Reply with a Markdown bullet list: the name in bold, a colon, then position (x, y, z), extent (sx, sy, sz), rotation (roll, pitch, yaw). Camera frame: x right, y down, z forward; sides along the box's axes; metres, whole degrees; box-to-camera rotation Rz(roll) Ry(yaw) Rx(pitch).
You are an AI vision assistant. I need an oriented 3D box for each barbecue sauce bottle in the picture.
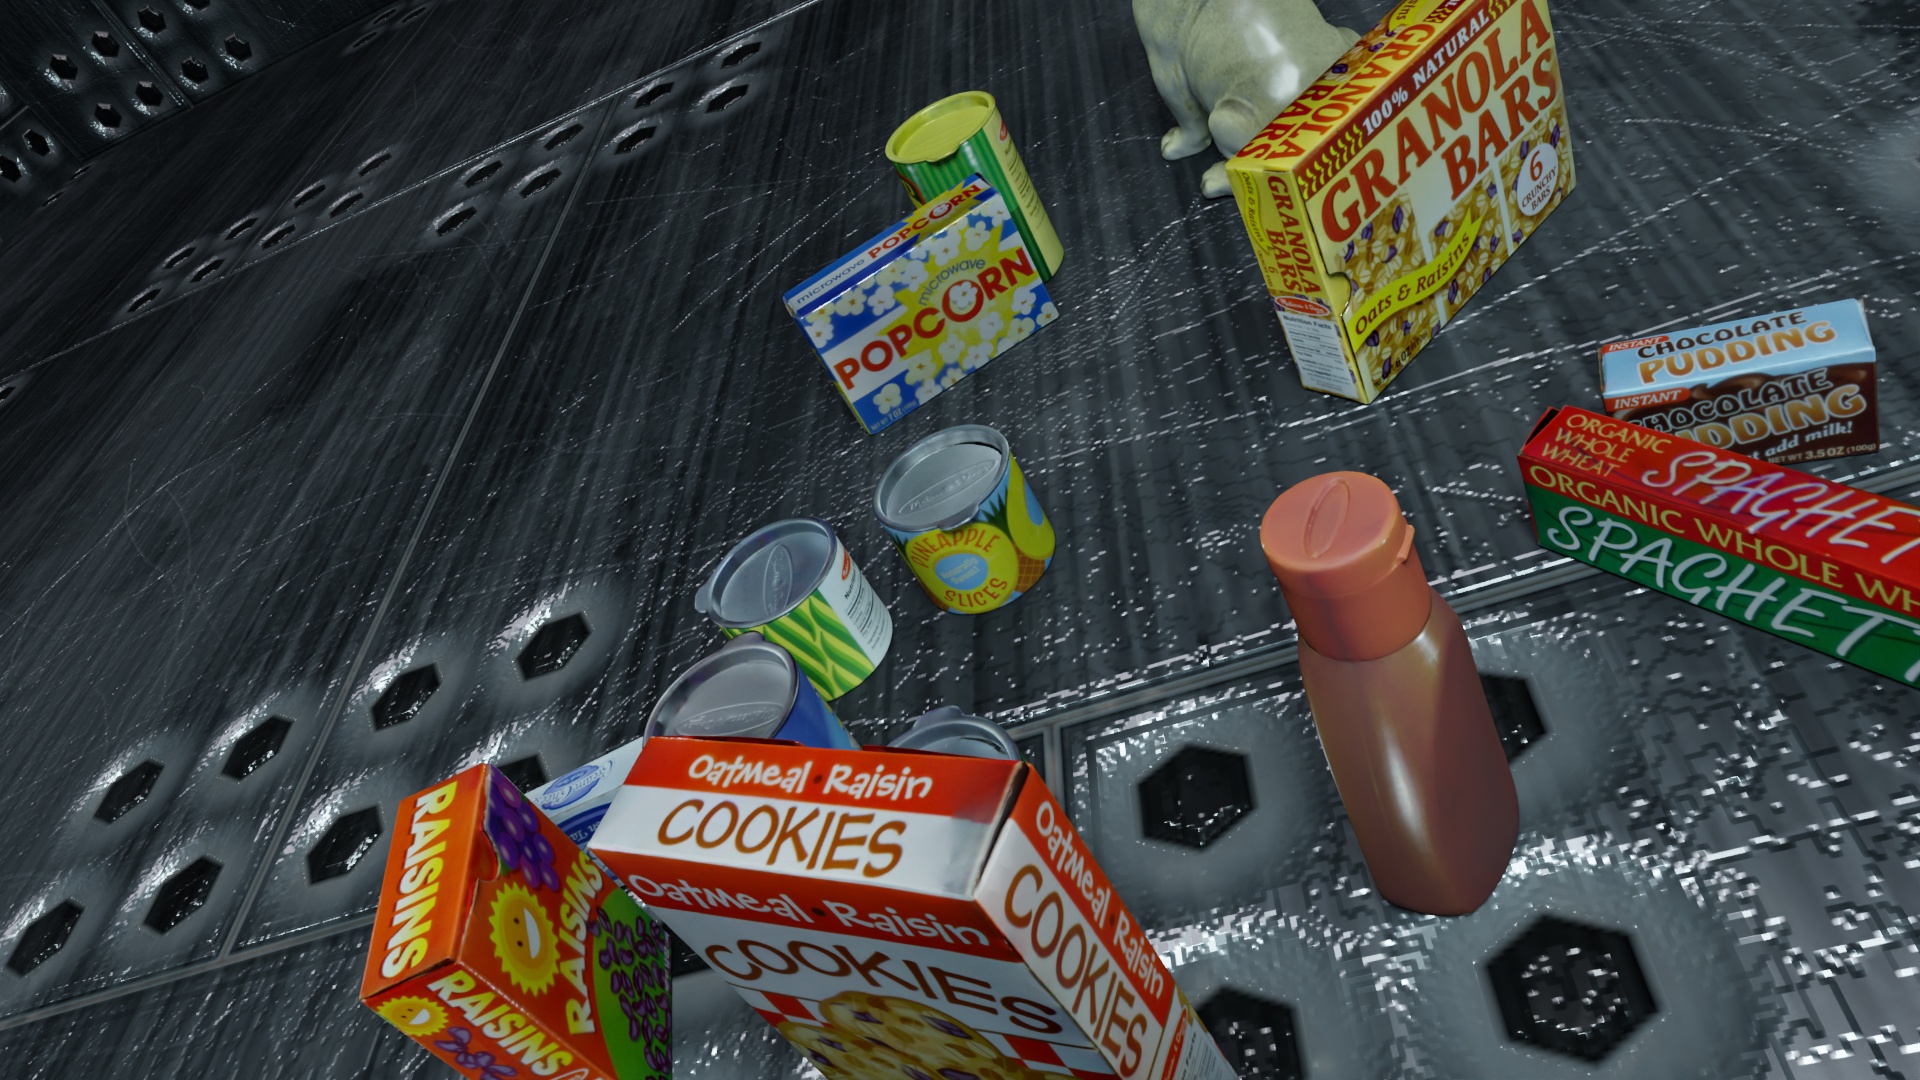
- **barbecue sauce bottle**: position (0.126, 0.044, 0.401), extent (0.043, 0.148, 0.065), rotation (0, 47, 35)

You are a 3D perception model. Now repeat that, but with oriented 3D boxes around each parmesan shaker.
- **parmesan shaker**: position (0.010, -0.190, 0.787), extent (0.071, 0.102, 0.072), rotation (-19, 38, 16)

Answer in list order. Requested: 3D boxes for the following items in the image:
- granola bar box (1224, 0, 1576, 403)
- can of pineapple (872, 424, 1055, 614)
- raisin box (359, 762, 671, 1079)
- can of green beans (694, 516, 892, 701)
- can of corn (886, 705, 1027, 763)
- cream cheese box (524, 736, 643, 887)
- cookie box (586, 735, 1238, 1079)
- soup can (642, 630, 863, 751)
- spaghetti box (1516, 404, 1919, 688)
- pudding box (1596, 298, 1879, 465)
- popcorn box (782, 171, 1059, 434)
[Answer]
- **granola bar box**: position (0.198, -0.159, 0.605), extent (0.166, 0.123, 0.039), rotation (-44, 39, -17)
- **can of pineapple**: position (0.002, -0.008, 0.621), extent (0.071, 0.057, 0.071), rotation (-19, 39, 16)
- **raisin box**: position (-0.150, 0.150, 0.490), extent (0.040, 0.123, 0.086), rotation (-25, 37, 9)
- **can of green beans**: position (-0.072, 0.032, 0.626), extent (0.071, 0.057, 0.071), rotation (-19, 39, 16)
- **can of corn**: position (0.002, 0.104, 0.493), extent (0.071, 0.058, 0.071), rotation (-19, 39, 16)
- **cream cheese box**: position (-0.148, 0.119, 0.582), extent (0.104, 0.053, 0.024), rotation (-26, 37, 6)
- **cookie box**: position (-0.007, 0.120, 0.390), extent (0.123, 0.166, 0.040), rotation (-2, 45, 33)
- **soup can**: position (-0.071, 0.088, 0.540), extent (0.071, 0.083, 0.072), rotation (-19, 38, 16)
- **spaghetti box**: position (0.280, 0.016, 0.409), extent (0.029, 0.050, 0.250), rotation (-42, 38, -14)
- **pudding box**: position (0.274, -0.051, 0.491), extent (0.083, 0.049, 0.030), rotation (-9, 42, 27)
- **popcorn box**: position (-0.020, -0.127, 0.750), extent (0.127, 0.085, 0.038), rotation (-33, 37, -3)
